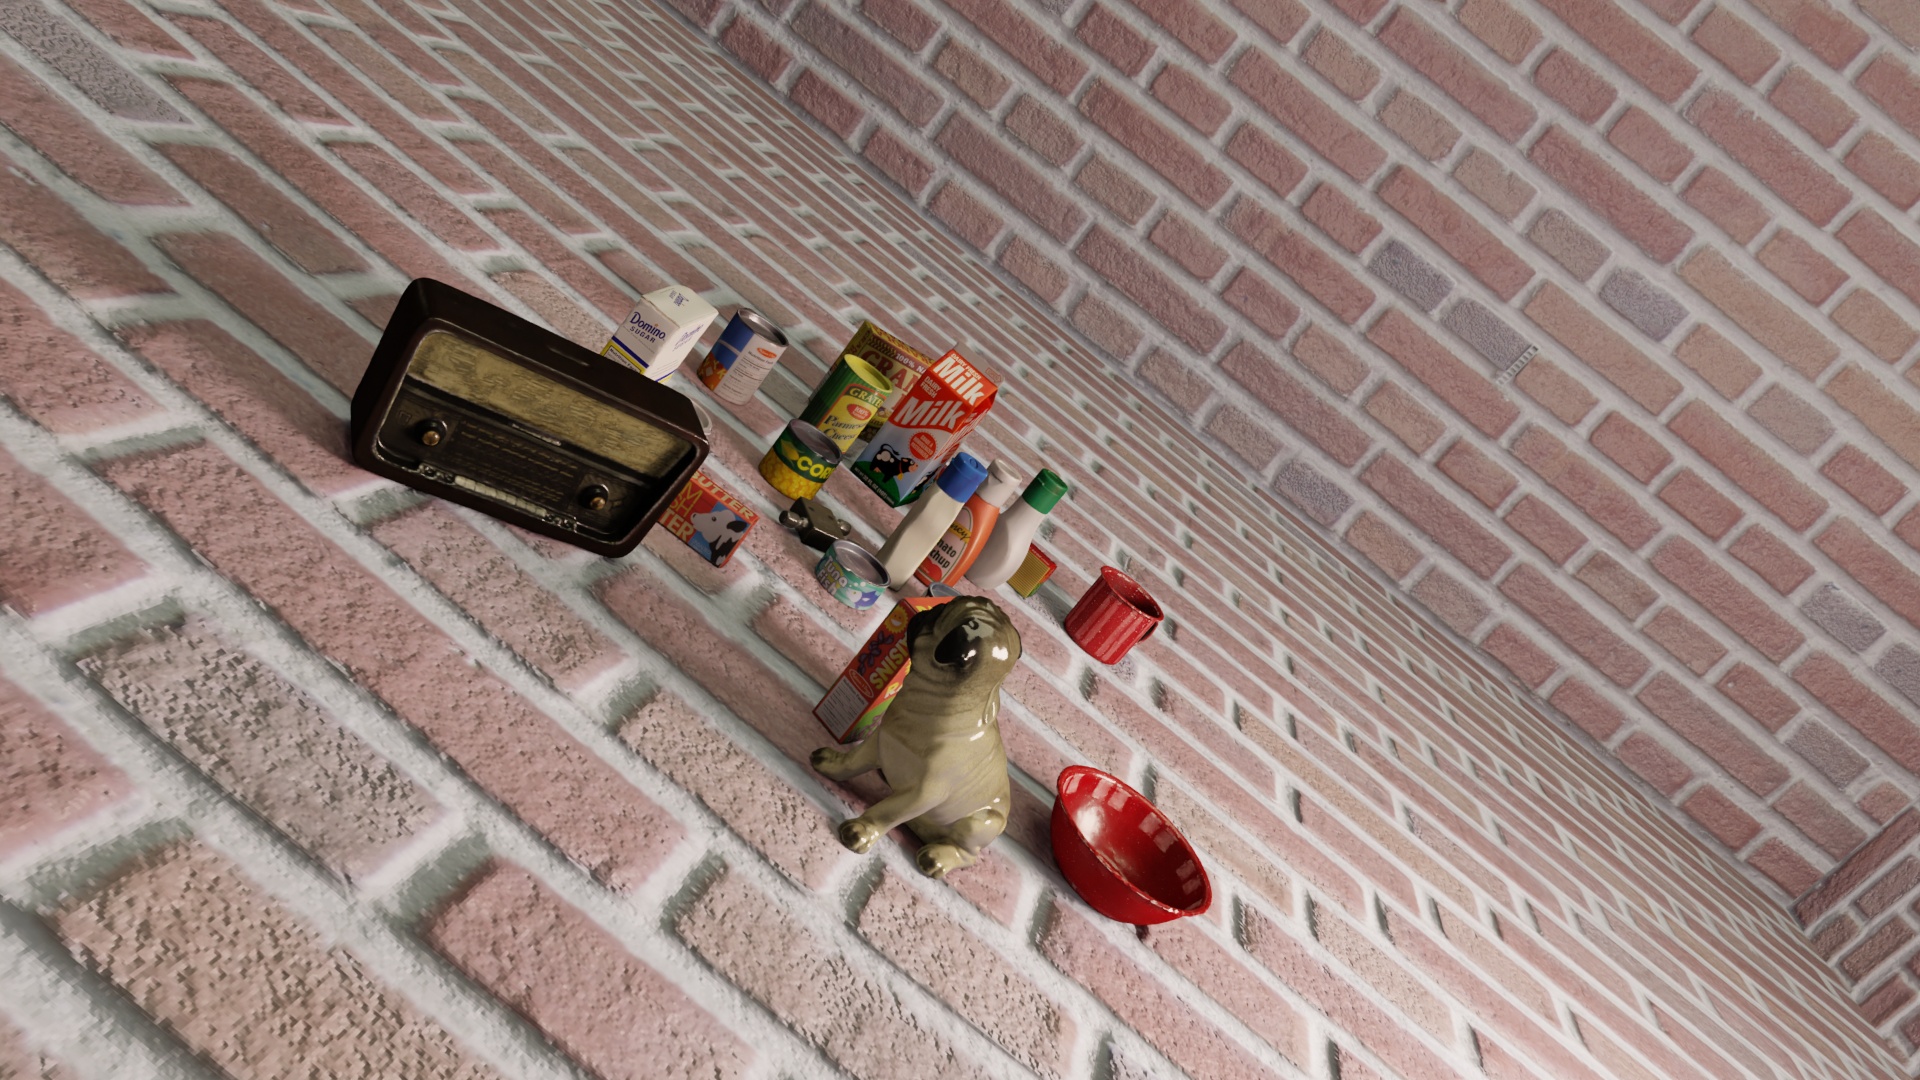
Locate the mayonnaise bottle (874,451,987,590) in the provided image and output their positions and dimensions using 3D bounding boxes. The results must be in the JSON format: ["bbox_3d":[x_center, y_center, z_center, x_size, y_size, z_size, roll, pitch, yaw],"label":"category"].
[{"bbox_3d":[-0.031,-0.021,1.374,0.041,0.147,0.065,35,18,-11],"label":"mayonnaise bottle"}]

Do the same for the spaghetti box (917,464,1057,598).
[{"bbox_3d":[0.004,-0.034,1.629,0.250,0.050,0.029,43,18,12],"label":"spaghetti box"}]

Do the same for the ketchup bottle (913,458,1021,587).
[{"bbox_3d":[0.005,-0.018,1.435,0.065,0.148,0.043,44,18,15],"label":"ketchup bottle"}]

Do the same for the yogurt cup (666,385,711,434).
[{"bbox_3d":[-0.269,-0.102,1.264,0.072,0.053,0.073,34,18,-13],"label":"yogurt cup"}]

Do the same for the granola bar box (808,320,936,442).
[{"bbox_3d":[-0.081,-0.174,1.682,0.165,0.124,0.039,27,21,-33],"label":"granola bar box"}]

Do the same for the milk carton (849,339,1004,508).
[{"bbox_3d":[-0.033,-0.132,1.567,0.072,0.190,0.073,42,18,9],"label":"milk carton"}]

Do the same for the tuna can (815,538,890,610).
[{"bbox_3d":[-0.102,0.032,1.297,0.071,0.032,0.071,34,19,-13],"label":"tuna can"}]

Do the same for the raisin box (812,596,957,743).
[{"bbox_3d":[-0.048,0.100,1.093,0.040,0.123,0.086,47,19,23],"label":"raisin box"}]

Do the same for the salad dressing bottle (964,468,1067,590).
[{"bbox_3d":[0.060,-0.013,1.529,0.044,0.147,0.064,18,27,-49],"label":"salad dressing bottle"}]

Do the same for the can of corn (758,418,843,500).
[{"bbox_3d":[-0.161,-0.079,1.408,0.071,0.058,0.071,34,18,-13],"label":"can of corn"}]

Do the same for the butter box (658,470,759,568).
[{"bbox_3d":[-0.227,-0.029,1.172,0.103,0.053,0.024,38,18,-3],"label":"butter box"}]

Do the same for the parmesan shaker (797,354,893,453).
[{"bbox_3d":[-0.130,-0.148,1.559,0.071,0.102,0.071,35,18,-13],"label":"parmesan shaker"}]

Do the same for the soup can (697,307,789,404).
[{"bbox_3d":[-0.238,-0.201,1.512,0.071,0.083,0.071,35,18,-13],"label":"soup can"}]

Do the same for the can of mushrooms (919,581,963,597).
[{"bbox_3d":[-0.012,0.076,1.364,0.071,0.033,0.071,34,19,-13],"label":"can of mushrooms"}]
